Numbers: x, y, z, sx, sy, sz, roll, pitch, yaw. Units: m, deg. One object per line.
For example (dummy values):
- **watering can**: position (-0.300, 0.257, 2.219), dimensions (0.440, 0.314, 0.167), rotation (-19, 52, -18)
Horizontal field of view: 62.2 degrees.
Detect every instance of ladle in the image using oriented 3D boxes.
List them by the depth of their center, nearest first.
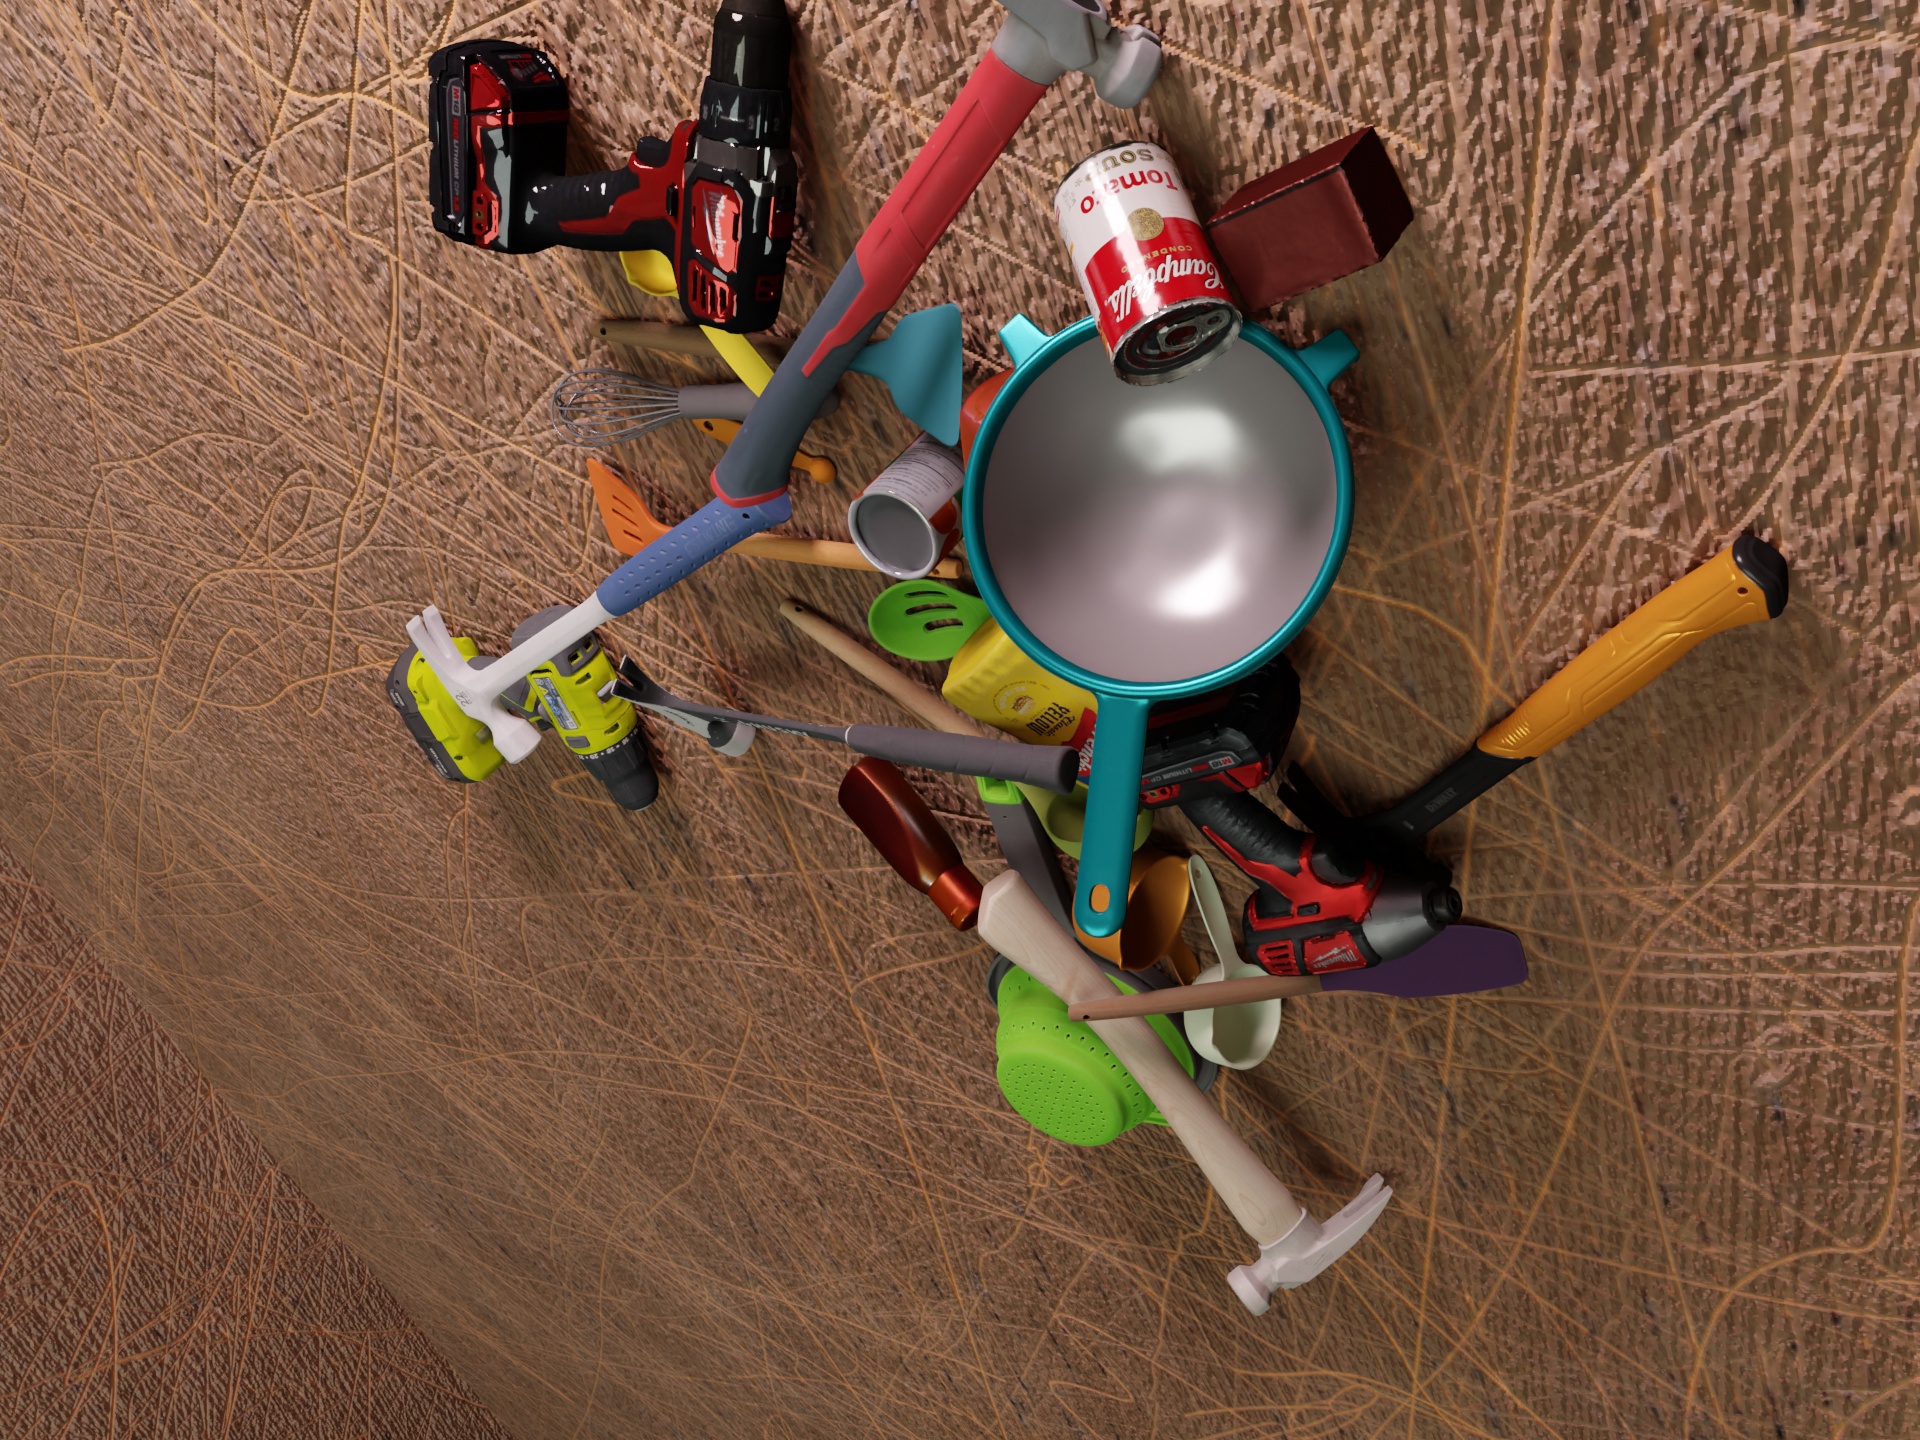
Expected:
- **ladle**: position (-0.002, -0.004, 1.131), dimensions (0.320, 0.078, 0.062), rotation (35, 144, 14)

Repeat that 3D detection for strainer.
- **strainer**: position (0.106, -0.053, 0.881), dimensions (0.211, 0.095, 0.340), rotation (8, 94, 20)

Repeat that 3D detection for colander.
- **colander**: position (0.069, 0.208, 1.241), dimensions (0.204, 0.094, 0.396), rotation (2, 128, 35)

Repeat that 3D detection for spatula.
- **spatula**: position (-0.123, -0.236, 1.011), dimensions (0.318, 0.044, 0.082), rotation (13, 114, 29)
- **spatula**: position (0.223, 0.181, 1.096), dimensions (0.316, 0.018, 0.059), rotation (-12, 118, 21)
- **spatula**: position (-0.142, -0.132, 1.140), dimensions (0.323, 0.041, 0.081), rotation (10, 131, 24)

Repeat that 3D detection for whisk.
- **whisk**: position (-0.184, -0.212, 1.077), dimensions (0.239, 0.055, 0.055), rotation (5, 130, 28)

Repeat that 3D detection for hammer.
- **hammer**: position (-0.060, -0.251, 0.876), dimensions (0.143, 0.038, 0.386), rotation (20, 139, -25)
- **hammer**: position (0.321, -0.001, 0.907), dimensions (0.127, 0.034, 0.336), rotation (38, 140, -1)
- **hammer**: position (-0.083, 0.008, 1.118), dimensions (0.409, 0.036, 0.149), rotation (8, 165, 42)
- **hammer**: position (-0.274, -0.089, 1.192), dimensions (0.405, 0.035, 0.144), rotation (-26, 110, 39)
- **hammer**: position (0.161, 0.266, 1.200), dimensions (0.410, 0.146, 0.038), rotation (51, 180, -14)

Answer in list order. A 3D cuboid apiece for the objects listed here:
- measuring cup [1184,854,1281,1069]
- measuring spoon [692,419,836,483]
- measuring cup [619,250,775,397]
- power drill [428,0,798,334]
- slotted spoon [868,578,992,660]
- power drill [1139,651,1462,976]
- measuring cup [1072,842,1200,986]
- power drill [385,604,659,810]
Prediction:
- **measuring cup**: position (0.183, 0.174, 1.159), dimensions (0.038, 0.083, 0.167), rotation (-4, 109, 52)
- **measuring spoon**: position (-0.137, -0.187, 1.091), dimensions (0.117, 0.011, 0.021), rotation (24, 138, 17)
- **measuring cup**: position (-0.153, -0.260, 1.003), dimensions (0.062, 0.029, 0.156), rotation (-38, 93, 35)
- **power drill**: position (-0.196, -0.341, 0.928), dimensions (0.227, 0.080, 0.187), rotation (19, 119, 18)
- **slotted spoon**: position (0.074, -0.070, 1.032), dimensions (0.314, 0.031, 0.070), rotation (0, 133, 34)
- **power drill**: position (0.202, 0.068, 0.975), dimensions (0.143, 0.079, 0.219), rotation (-17, 120, 44)
- **measuring cup**: position (0.134, 0.151, 1.167), dimensions (0.052, 0.095, 0.173), rotation (22, 158, 35)
- **power drill**: position (-0.376, -0.002, 1.392), dimensions (0.228, 0.080, 0.190), rotation (-2, 125, 34)
